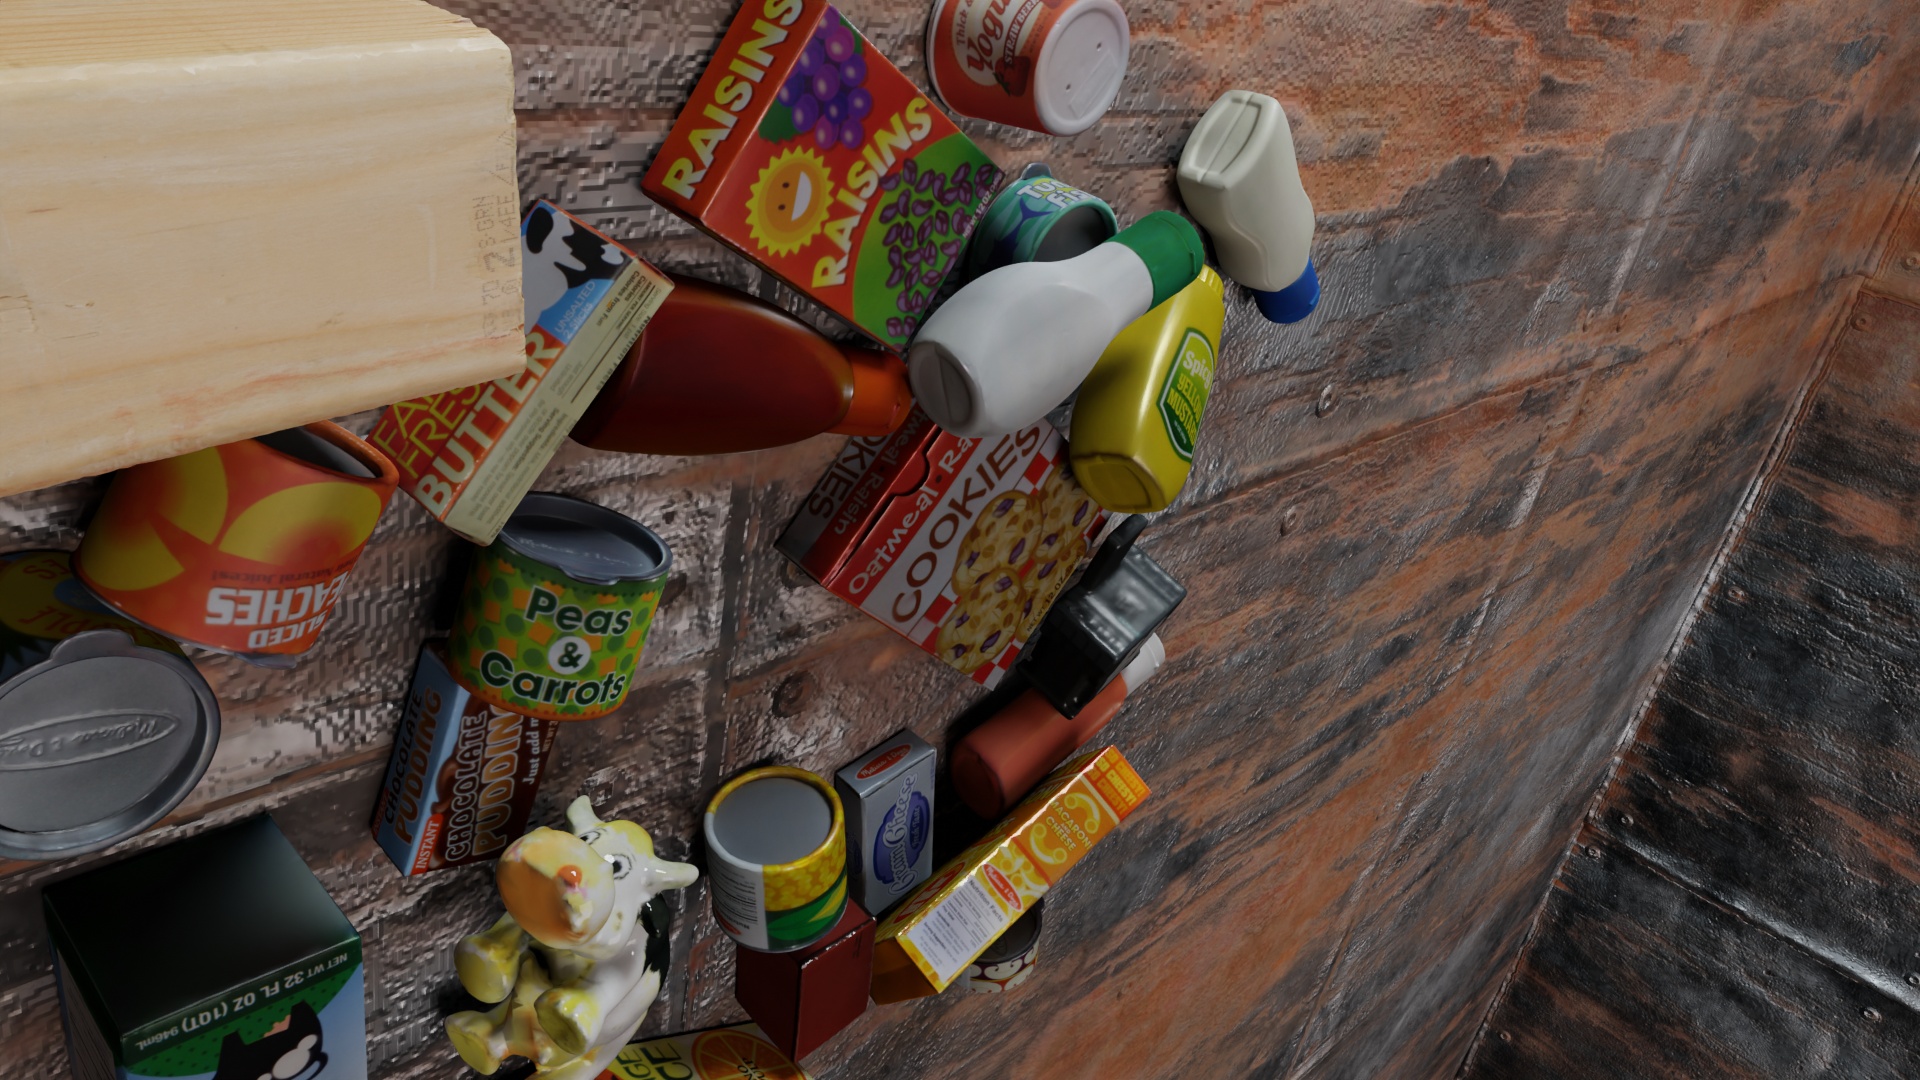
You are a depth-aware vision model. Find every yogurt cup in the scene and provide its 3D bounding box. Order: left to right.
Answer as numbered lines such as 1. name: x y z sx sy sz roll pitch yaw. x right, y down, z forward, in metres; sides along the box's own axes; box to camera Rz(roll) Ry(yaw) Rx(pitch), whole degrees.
1. yogurt cup: 0.029 -0.191 0.541 0.073 0.054 0.072 -32 139 -32

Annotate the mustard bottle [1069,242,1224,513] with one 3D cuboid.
1. mustard bottle: 0.100 -0.092 0.689 0.065 0.049 0.161 50 52 -46

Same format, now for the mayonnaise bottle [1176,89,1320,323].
1. mayonnaise bottle: 0.158 -0.167 0.731 0.065 0.041 0.147 -59 147 -9

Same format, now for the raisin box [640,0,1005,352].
1. raisin box: -0.046 -0.133 0.509 0.086 0.040 0.123 -59 147 4

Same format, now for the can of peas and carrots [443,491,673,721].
1. can of peas and carrots: -0.141 0.024 0.487 0.071 0.071 0.058 0 117 -51

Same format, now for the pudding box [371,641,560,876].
1. pudding box: -0.182 0.079 0.516 0.050 0.030 0.083 2 114 -51

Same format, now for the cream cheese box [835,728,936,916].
1. cream cheese box: -0.040 0.156 0.756 0.053 0.024 0.103 -28 136 -35

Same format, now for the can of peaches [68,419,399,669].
1. can of peaches: -0.200 -0.006 0.390 0.071 0.071 0.058 23 97 -55

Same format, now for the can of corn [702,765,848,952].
1. can of corn: -0.085 0.148 0.658 0.071 0.071 0.058 -29 136 -34

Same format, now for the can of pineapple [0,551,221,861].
1. can of pineapple: -0.248 0.042 0.381 0.071 0.058 0.070 -31 138 -33

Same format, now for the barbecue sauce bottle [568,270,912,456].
1. barbecue sauce bottle: -0.078 -0.061 0.521 0.149 0.044 0.064 1 124 -52

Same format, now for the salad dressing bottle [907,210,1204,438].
1. salad dressing bottle: 0.044 -0.095 0.585 0.148 0.044 0.064 -35 130 -32

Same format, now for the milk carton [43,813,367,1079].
1. milk carton: -0.255 0.198 0.481 0.072 0.073 0.189 -18 130 -43

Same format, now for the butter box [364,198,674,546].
1. butter box: -0.141 -0.054 0.441 0.103 0.053 0.024 -55 148 -2

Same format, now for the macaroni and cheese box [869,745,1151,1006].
1. macaroni and cheese box: 0.018 0.190 0.790 0.167 0.040 0.123 -37 175 -28

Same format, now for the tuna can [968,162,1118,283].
1. tuna can: 0.039 -0.129 0.620 0.071 0.033 0.070 -31 138 -33

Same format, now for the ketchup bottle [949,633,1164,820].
1. ketchup bottle: 0.060 0.100 0.818 0.149 0.043 0.064 -35 151 -30

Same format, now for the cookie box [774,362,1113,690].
1. cookie box: 0.002 -0.008 0.664 0.123 0.040 0.167 -55 145 -3

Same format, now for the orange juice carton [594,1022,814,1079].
1. orange juice carton: -0.157 0.299 0.683 0.193 0.073 0.071 16 104 -54

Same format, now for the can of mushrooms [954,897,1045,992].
1. can of mushrooms: 0.019 0.242 0.858 0.071 0.071 0.033 -29 137 -34
